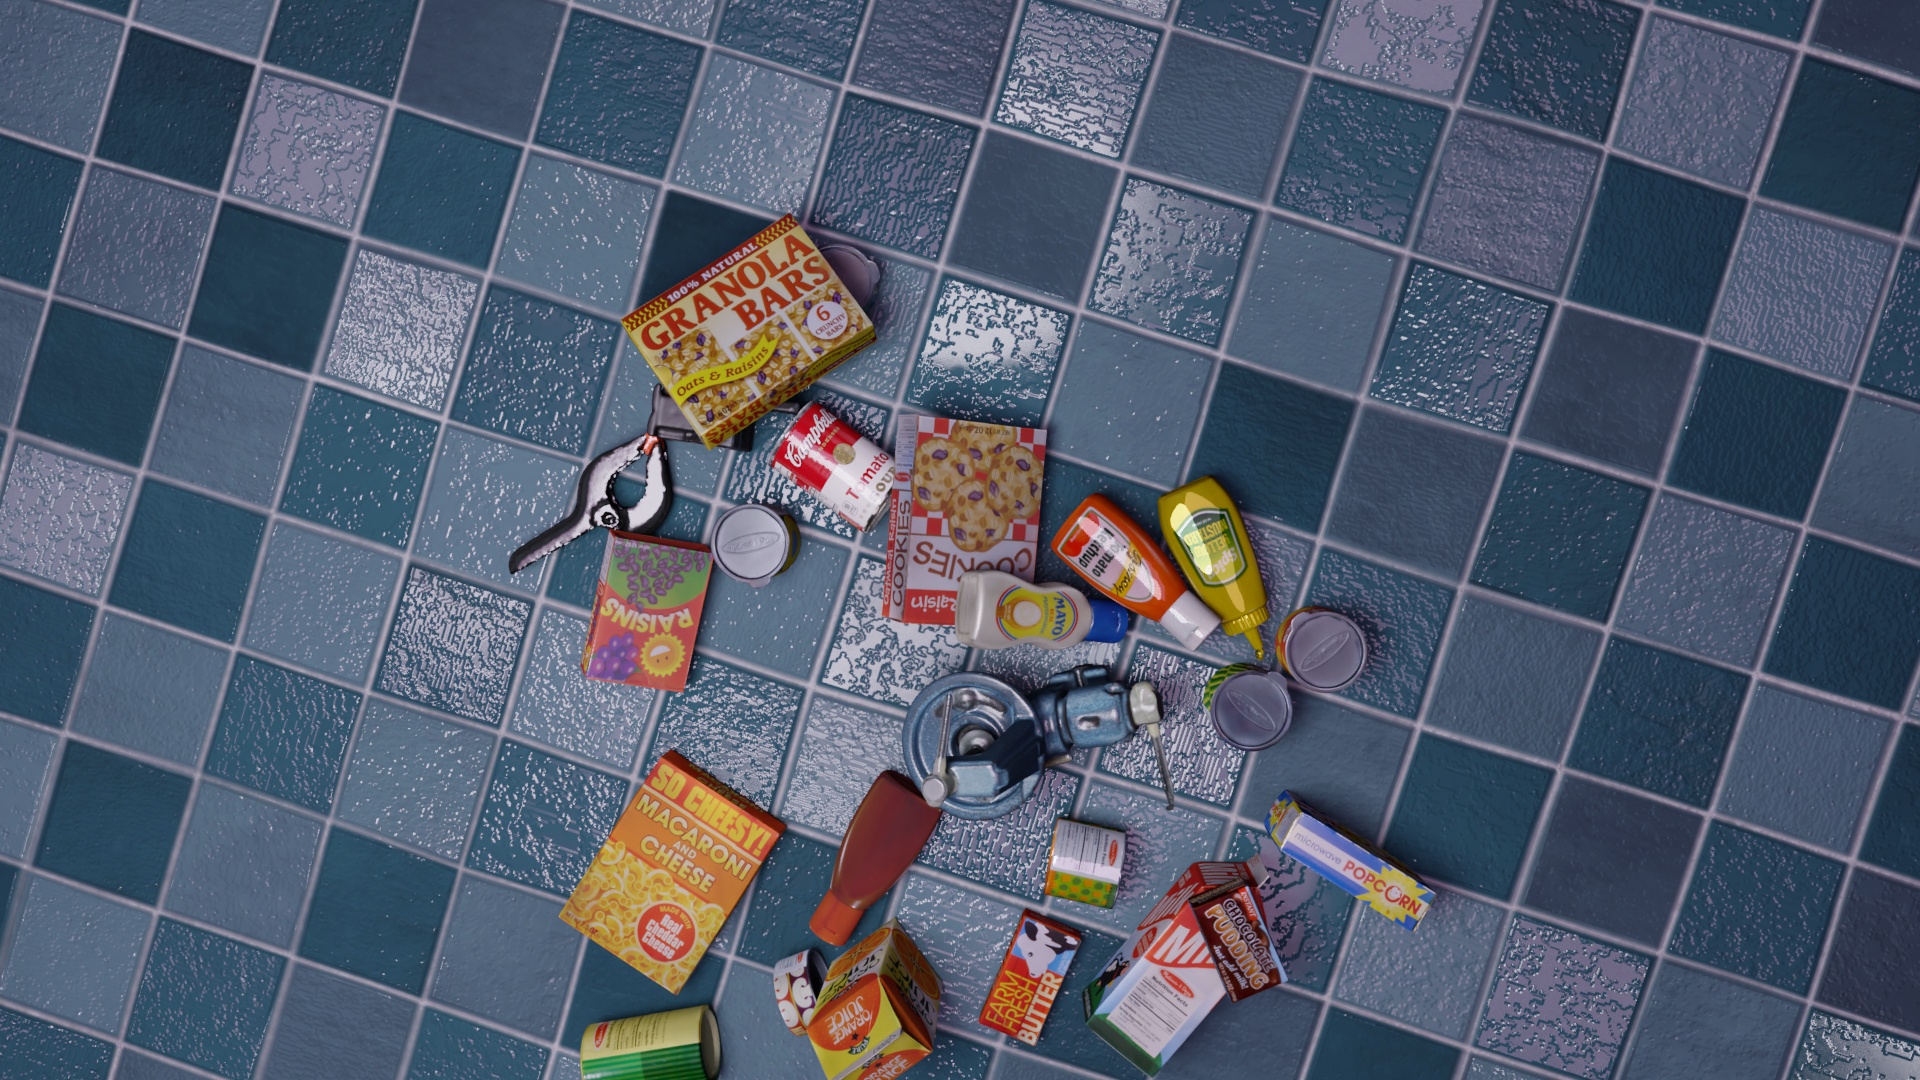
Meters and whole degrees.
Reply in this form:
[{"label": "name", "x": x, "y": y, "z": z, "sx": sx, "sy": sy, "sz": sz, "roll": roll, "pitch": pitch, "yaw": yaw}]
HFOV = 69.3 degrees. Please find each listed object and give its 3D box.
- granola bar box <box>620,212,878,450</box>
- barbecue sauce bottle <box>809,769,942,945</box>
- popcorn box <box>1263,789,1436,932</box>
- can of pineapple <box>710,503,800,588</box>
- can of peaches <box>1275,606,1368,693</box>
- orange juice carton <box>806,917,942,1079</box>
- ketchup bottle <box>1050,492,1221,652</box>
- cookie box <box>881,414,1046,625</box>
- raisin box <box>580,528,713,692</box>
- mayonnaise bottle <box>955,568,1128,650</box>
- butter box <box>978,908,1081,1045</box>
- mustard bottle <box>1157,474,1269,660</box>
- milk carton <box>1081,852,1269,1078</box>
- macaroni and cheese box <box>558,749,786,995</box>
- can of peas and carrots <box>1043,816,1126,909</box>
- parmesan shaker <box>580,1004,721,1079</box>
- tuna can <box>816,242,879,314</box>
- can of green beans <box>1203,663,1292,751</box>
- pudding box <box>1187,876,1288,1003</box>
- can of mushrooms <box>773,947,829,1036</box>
[{"label": "granola bar box", "x": -0.170, "y": -0.170, "z": 1.120, "sx": 0.166, "sy": 0.039, "sz": 0.124, "roll": -34, "pitch": 76, "yaw": -7}, {"label": "barbecue sauce bottle", "x": -0.077, "y": 0.273, "z": 1.180, "sx": 0.065, "sy": 0.044, "sz": 0.148, "roll": 31, "pitch": 94, "yaw": 2}, {"label": "popcorn box", "x": 0.315, "y": 0.260, "z": 1.136, "sx": 0.127, "sy": 0.085, "sz": 0.038, "roll": 32, "pitch": 93, "yaw": 2}, {"label": "can of pineapple", "x": -0.172, "y": 0.003, "z": 1.172, "sx": 0.071, "sy": 0.058, "sz": 0.071, "roll": 0, "pitch": 92, "yaw": 4}, {"label": "can of peaches", "x": 0.295, "y": 0.087, "z": 1.147, "sx": 0.071, "sy": 0.058, "sz": 0.071, "roll": 0, "pitch": 92, "yaw": 4}, {"label": "orange juice carton", "x": -0.068, "y": 0.378, "z": 1.108, "sx": 0.072, "sy": 0.193, "sz": 0.073, "roll": -36, "pitch": 90, "yaw": 3}, {"label": "ketchup bottle", "x": 0.148, "y": 0.030, "z": 1.146, "sx": 0.149, "sy": 0.044, "sz": 0.064, "roll": 42, "pitch": 114, "yaw": 13}, {"label": "cookie box", "x": 0.004, "y": -0.014, "z": 1.140, "sx": 0.123, "sy": 0.040, "sz": 0.167, "roll": 4, "pitch": 92, "yaw": -30}, {"label": "raisin box", "x": -0.263, "y": 0.059, "z": 1.169, "sx": 0.086, "sy": 0.040, "sz": 0.123, "roll": 11, "pitch": 97, "yaw": -25}, {"label": "mayonnaise bottle", "x": 0.068, "y": 0.061, "z": 1.133, "sx": 0.148, "sy": 0.041, "sz": 0.065, "roll": 7, "pitch": 86, "yaw": -30}, {"label": "butter box", "x": 0.059, "y": 0.373, "z": 1.184, "sx": 0.053, "sy": 0.024, "sz": 0.103, "roll": 23, "pitch": 93, "yaw": 2}, {"label": "mustard bottle", "x": 0.220, "y": 0.026, "z": 1.154, "sx": 0.065, "sy": 0.049, "sz": 0.160, "roll": -26, "pitch": 90, "yaw": 9}, {"label": "milk carton", "x": 0.189, "y": 0.340, "z": 1.152, "sx": 0.073, "sy": 0.072, "sz": 0.190, "roll": 39, "pitch": 94, "yaw": 1}, {"label": "macaroni and cheese box", "x": -0.246, "y": 0.283, "z": 1.192, "sx": 0.124, "sy": 0.040, "sz": 0.166, "roll": 33, "pitch": 94, "yaw": 2}, {"label": "can of peas and carrots", "x": 0.104, "y": 0.270, "z": 1.160, "sx": 0.059, "sy": 0.071, "sz": 0.071, "roll": 11, "pitch": 92, "yaw": 3}, {"label": "parmesan shaker", "x": -0.262, "y": 0.440, "z": 1.181, "sx": 0.103, "sy": 0.071, "sz": 0.071, "roll": -10, "pitch": 91, "yaw": 3}, {"label": "tuna can", "x": -0.101, "y": -0.217, "z": 1.174, "sx": 0.071, "sy": 0.033, "sz": 0.071, "roll": 0, "pitch": 91, "yaw": 4}, {"label": "can of green beans", "x": 0.237, "y": 0.137, "z": 1.151, "sx": 0.071, "sy": 0.058, "sz": 0.071, "roll": 0, "pitch": 92, "yaw": 4}, {"label": "pudding box", "x": 0.219, "y": 0.315, "z": 1.097, "sx": 0.050, "sy": 0.030, "sz": 0.083, "roll": -23, "pitch": 91, "yaw": 1}, {"label": "can of mushrooms", "x": -0.130, "y": 0.385, "z": 1.174, "sx": 0.033, "sy": 0.071, "sz": 0.071, "roll": -21, "pitch": 90, "yaw": 5}]
